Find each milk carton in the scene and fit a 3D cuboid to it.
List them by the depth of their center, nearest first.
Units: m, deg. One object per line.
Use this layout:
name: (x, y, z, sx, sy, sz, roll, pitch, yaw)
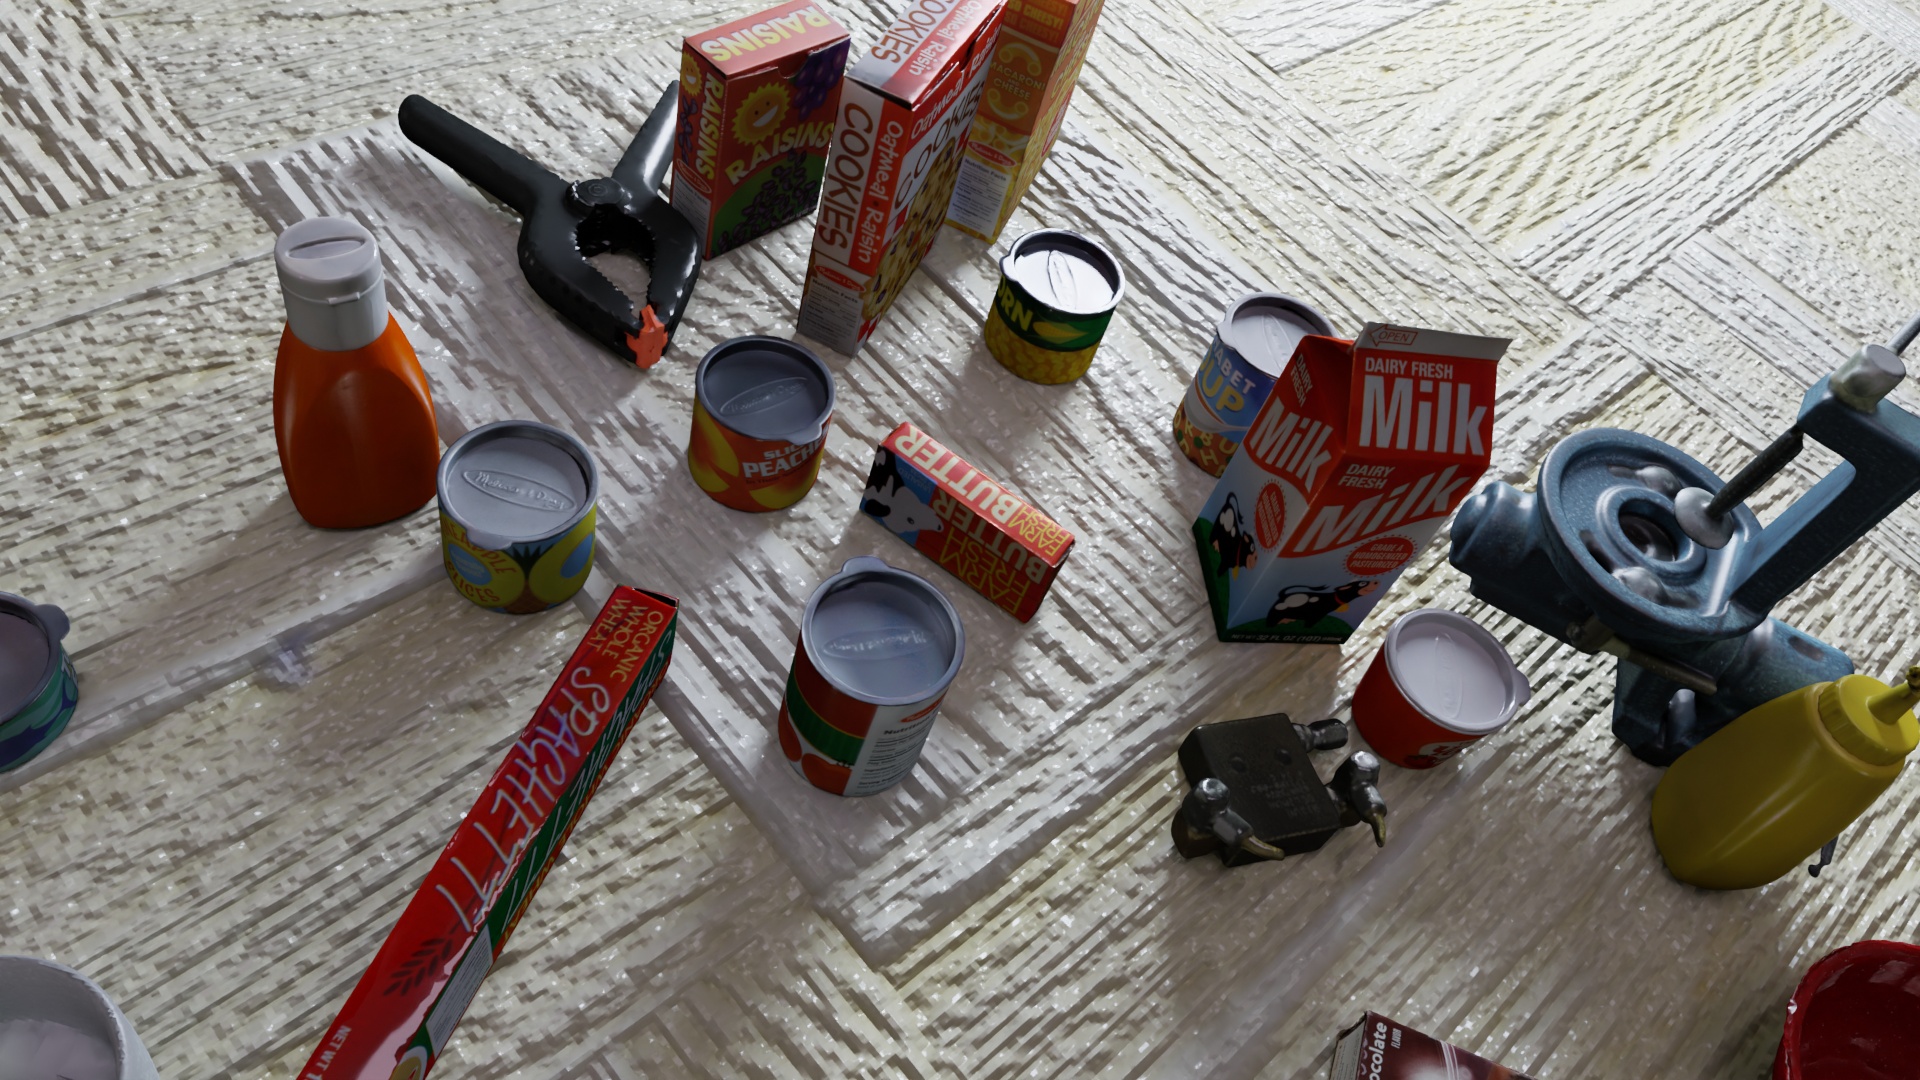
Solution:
milk carton: (0.179, -0.031, 0.649, 0.072, 0.189, 0.074, 3, 53, -14)

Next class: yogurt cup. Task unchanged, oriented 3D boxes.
yogurt cup: (0.225, 0.074, 0.670, 0.072, 0.053, 0.073, 8, 52, -10)

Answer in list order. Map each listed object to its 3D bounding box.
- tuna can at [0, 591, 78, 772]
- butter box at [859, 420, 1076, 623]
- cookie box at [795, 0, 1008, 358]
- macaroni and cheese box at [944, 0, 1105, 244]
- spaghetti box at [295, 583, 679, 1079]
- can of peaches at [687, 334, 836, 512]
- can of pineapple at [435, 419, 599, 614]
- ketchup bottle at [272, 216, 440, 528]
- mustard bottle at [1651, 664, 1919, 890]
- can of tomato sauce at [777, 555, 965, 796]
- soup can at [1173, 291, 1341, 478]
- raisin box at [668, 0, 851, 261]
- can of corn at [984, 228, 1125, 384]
tuna can: (-0.371, 0.053, 0.524, 0.071, 0.032, 0.071, 8, 52, -10)
butter box: (0.002, -0.008, 0.668, 0.103, 0.052, 0.024, 35, 52, 11)
cookie box: (-0.031, -0.195, 0.727, 0.040, 0.166, 0.123, 26, 51, 4)
macaroni and cheese box: (0.043, -0.275, 0.810, 0.040, 0.165, 0.124, 24, 51, 2)
spaghetti box: (-0.173, 0.122, 0.519, 0.029, 0.050, 0.251, 23, 51, 1)
can of peaches: (-0.096, -0.054, 0.670, 0.071, 0.057, 0.071, 8, 52, -10)
can of pineapple: (-0.194, -0.009, 0.607, 0.071, 0.057, 0.071, 8, 52, -10)
ketchup bottle: (-0.253, -0.066, 0.575, 0.065, 0.148, 0.043, -19, 61, -28)
mustard bottle: (0.378, 0.103, 0.625, 0.049, 0.159, 0.065, 13, 51, -7)
can of tomato sauce: (-0.041, 0.059, 0.584, 0.071, 0.082, 0.071, 8, 52, -10)
soup can: (0.156, -0.082, 0.749, 0.071, 0.083, 0.072, 8, 52, -10)
raisin box: (-0.111, -0.221, 0.751, 0.086, 0.122, 0.040, -34, 69, -34)
can of corn: (0.049, -0.129, 0.770, 0.071, 0.058, 0.071, 8, 52, -10)
